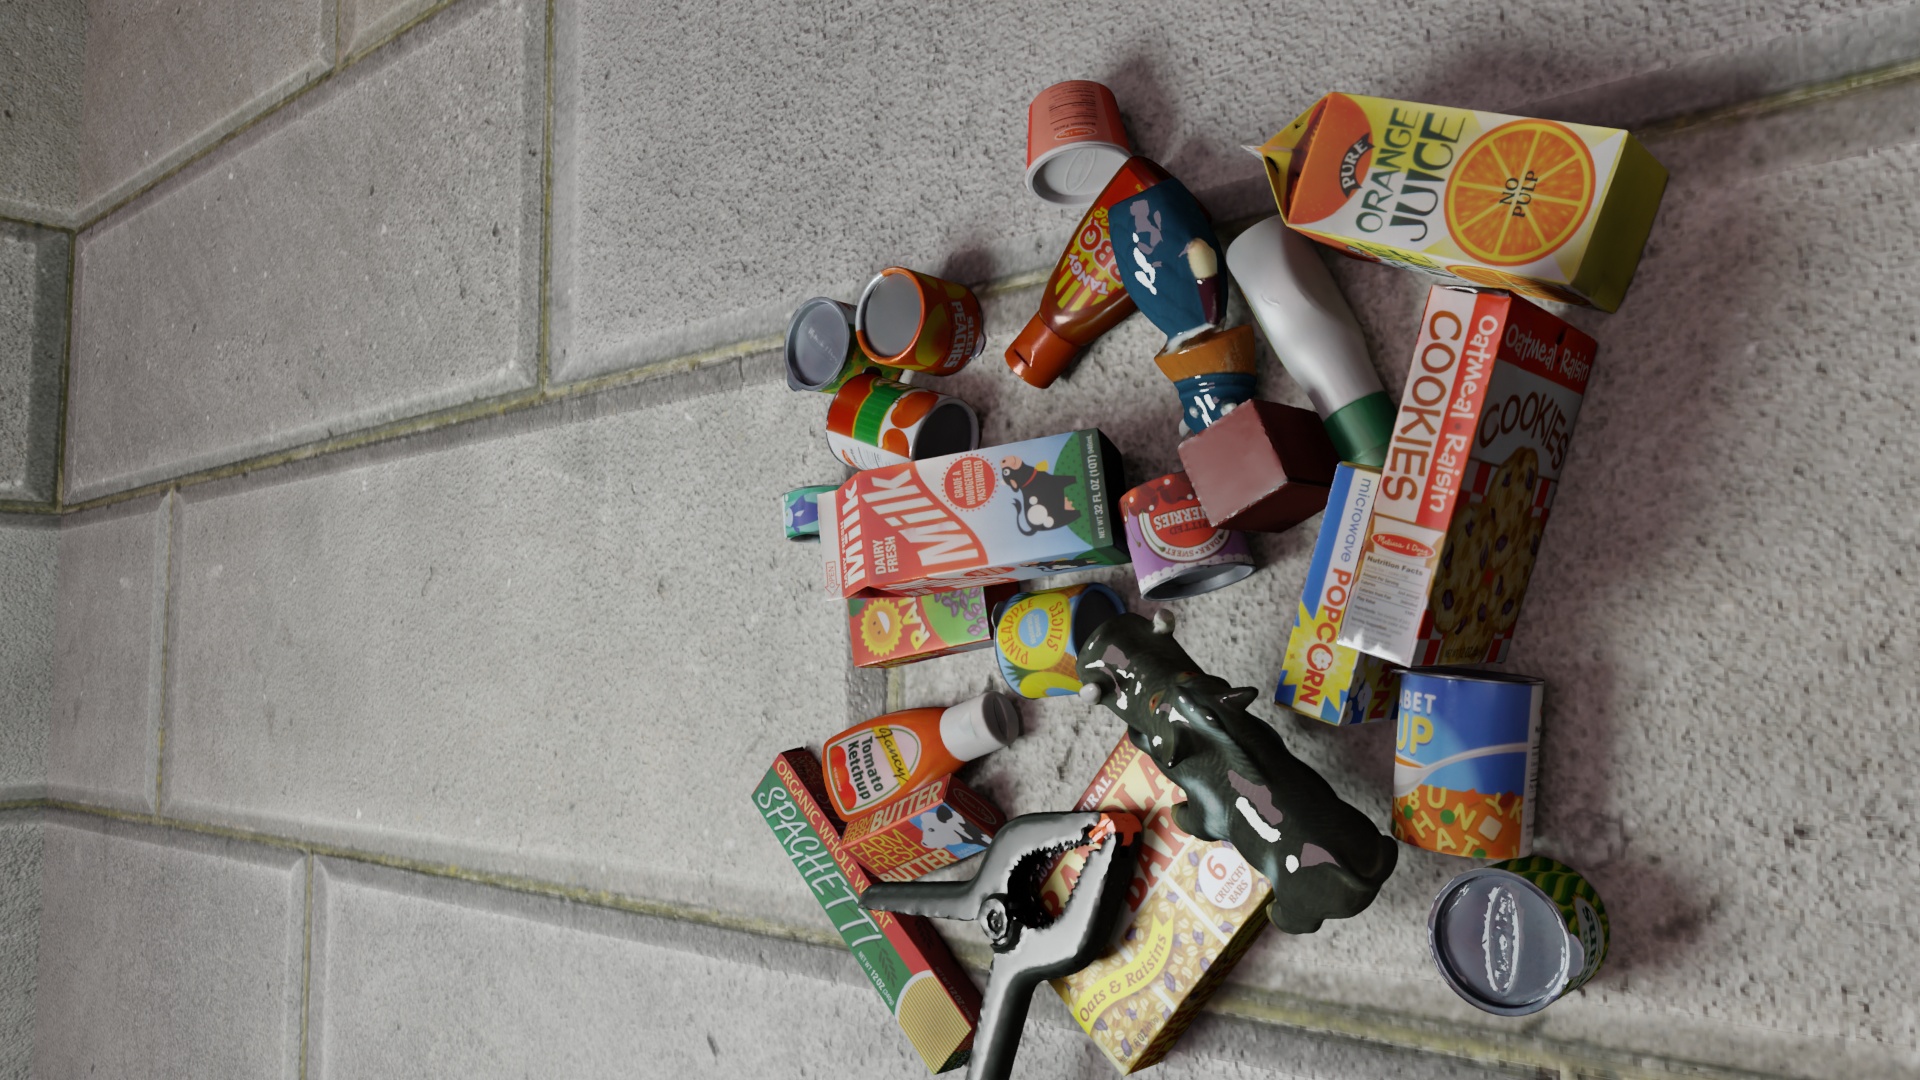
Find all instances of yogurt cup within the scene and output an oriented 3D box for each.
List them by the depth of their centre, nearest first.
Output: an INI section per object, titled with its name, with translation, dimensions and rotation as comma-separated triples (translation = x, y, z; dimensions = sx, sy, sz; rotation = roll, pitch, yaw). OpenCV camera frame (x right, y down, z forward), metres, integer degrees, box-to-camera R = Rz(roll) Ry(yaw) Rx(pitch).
[yogurt cup]
translation = 0.072, -0.246, 0.857
dimensions = 0.072, 0.072, 0.054
rotation = -20, 66, 38

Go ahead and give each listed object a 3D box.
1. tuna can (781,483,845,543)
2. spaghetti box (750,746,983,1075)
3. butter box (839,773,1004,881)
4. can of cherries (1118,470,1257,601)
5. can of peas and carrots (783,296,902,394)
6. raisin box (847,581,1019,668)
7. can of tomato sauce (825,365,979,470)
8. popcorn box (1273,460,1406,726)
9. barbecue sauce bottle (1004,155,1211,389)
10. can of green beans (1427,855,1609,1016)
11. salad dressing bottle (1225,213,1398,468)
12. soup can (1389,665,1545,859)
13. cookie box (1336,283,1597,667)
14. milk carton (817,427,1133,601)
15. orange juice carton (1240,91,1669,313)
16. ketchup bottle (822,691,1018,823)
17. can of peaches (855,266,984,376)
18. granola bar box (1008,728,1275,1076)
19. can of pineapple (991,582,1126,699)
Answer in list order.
[tuna can]
translation = -0.089, -0.019, 0.975
dimensions = 0.071, 0.071, 0.033
rotation = -11, 80, 40
[spaghetti box]
translation = -0.066, 0.247, 0.954
dimensions = 0.251, 0.029, 0.050
rotation = 48, 116, 32
[butter box]
translation = -0.026, 0.191, 0.909
dimensions = 0.103, 0.053, 0.024
rotation = -31, 28, 35
[can of cherries]
translation = 0.127, -0.003, 0.782
dimensions = 0.071, 0.071, 0.058
rotation = -25, 70, 37
[can of peas and carrots]
translation = -0.083, -0.133, 0.983
dimensions = 0.071, 0.059, 0.071
rotation = -4, 84, 41
[raisin box]
translation = -0.020, 0.035, 0.927
dimensions = 0.123, 0.040, 0.086
rotation = -15, 77, 38
[can of tomato sauce]
translation = -0.038, -0.074, 0.935
dimensions = 0.083, 0.071, 0.071
rotation = 20, 100, 39
[popcorn box]
translation = 0.208, 0.027, 0.699
dimensions = 0.038, 0.085, 0.126
rotation = 19, 99, 39
[barbecue sauce bottle]
translation = 0.084, -0.158, 0.850
dimensions = 0.065, 0.044, 0.148
rotation = 51, 119, 21
[can of green beans]
translation = 0.264, 0.185, 0.655
dimensions = 0.071, 0.058, 0.071
rotation = -4, 83, 41
[salad dressing bottle]
translation = 0.194, -0.102, 0.742
dimensions = 0.044, 0.064, 0.148
rotation = -33, 73, 32
[soup can]
translation = 0.242, 0.105, 0.673
dimensions = 0.071, 0.071, 0.083
rotation = 4, 89, 41
[cookie box]
translation = 0.240, -0.026, 0.650
dimensions = 0.040, 0.123, 0.167
rotation = 19, 99, 39
[milk carton]
translation = 0.003, -0.011, 0.843
dimensions = 0.190, 0.073, 0.072
rotation = -9, 79, 16
[orange juice carton]
translation = 0.238, -0.175, 0.700
dimensions = 0.193, 0.072, 0.073
rotation = 24, 102, 39
[ketchup bottle]
translation = -0.027, 0.139, 0.921
dimensions = 0.148, 0.043, 0.065
rotation = -28, 70, 35
[can of peaches]
translation = -0.027, -0.146, 0.936
dimensions = 0.071, 0.058, 0.071
rotation = -5, 83, 41
[granola bar box]
translation = 0.107, 0.203, 0.802
dimensions = 0.124, 0.039, 0.165
rotation = 45, 115, 34
[can of pineapple]
translation = 0.061, 0.060, 0.833
dimensions = 0.057, 0.071, 0.071
rotation = -12, 79, 39
